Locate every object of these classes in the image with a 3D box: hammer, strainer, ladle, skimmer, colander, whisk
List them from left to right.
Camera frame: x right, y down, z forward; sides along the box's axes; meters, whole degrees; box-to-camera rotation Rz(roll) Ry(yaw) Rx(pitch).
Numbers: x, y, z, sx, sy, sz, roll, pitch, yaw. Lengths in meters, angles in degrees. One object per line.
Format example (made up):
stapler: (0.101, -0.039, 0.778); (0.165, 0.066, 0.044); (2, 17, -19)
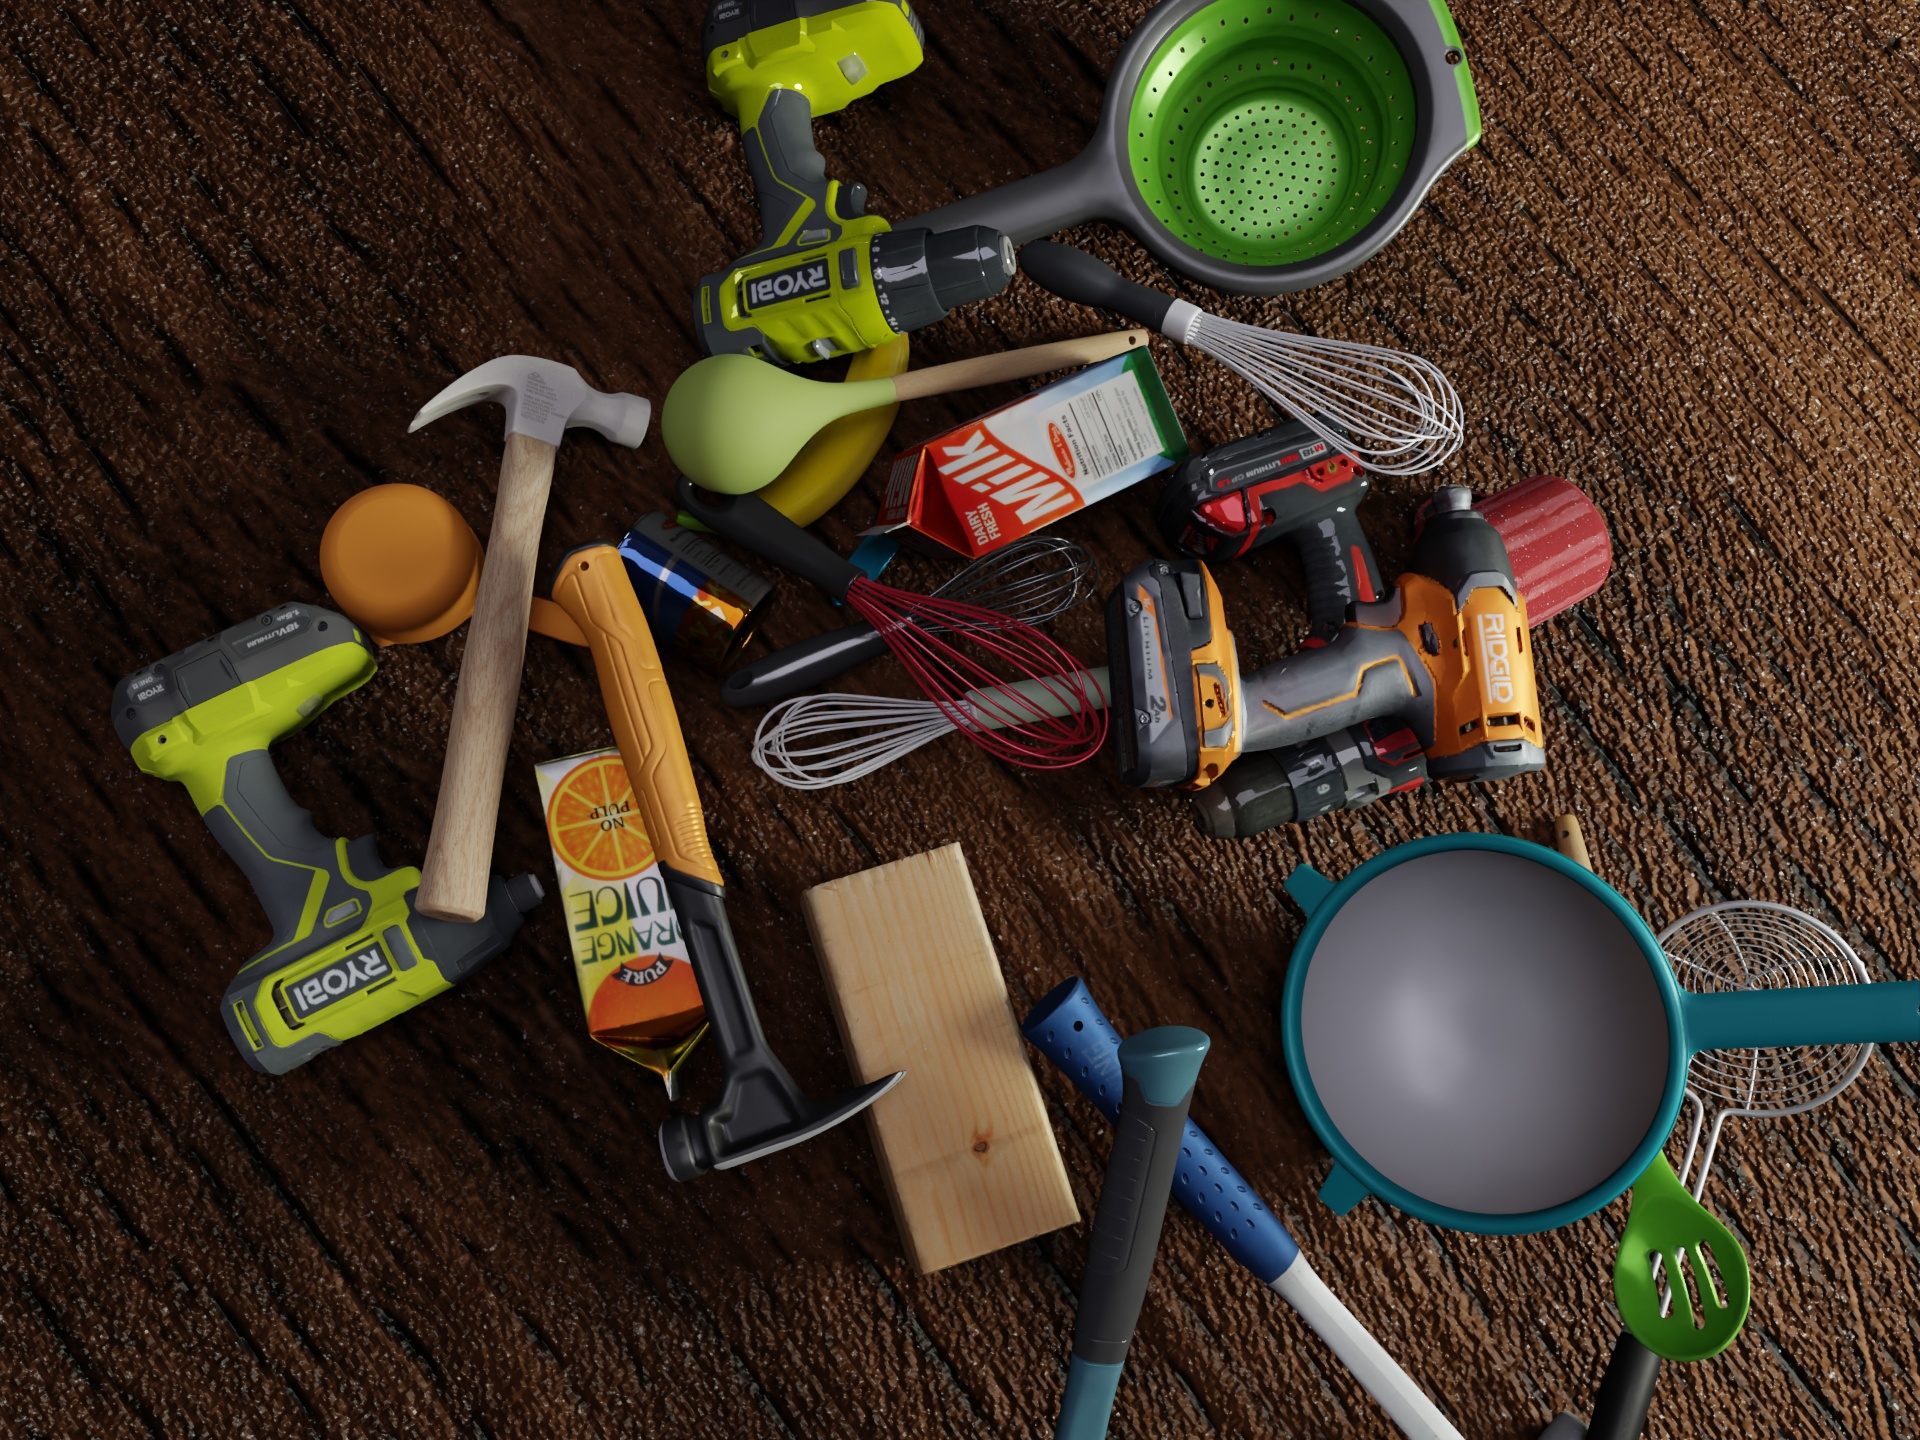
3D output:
hammer: (-0.258, -0.054, 0.883); (0.130, 0.031, 0.331); (15, 68, -27)
hammer: (-0.140, 0.058, 0.831); (0.127, 0.034, 0.337); (-21, 78, 2)
whisk: (-0.044, -0.064, 0.898); (0.296, 0.073, 0.073); (33, 77, 14)
whisk: (-0.030, -0.055, 0.944); (0.239, 0.055, 0.055); (-22, 80, -5)
ladle: (-0.025, -0.200, 0.951); (0.320, 0.062, 0.078); (-18, 99, -27)
whisk: (-0.001, -0.003, 0.934); (0.246, 0.059, 0.058); (-10, 62, -12)
hammer: (0.072, 0.310, 0.810); (0.128, 0.033, 0.331); (9, 102, -8)
colander: (0.115, -0.334, 1.004); (0.397, 0.094, 0.204); (-16, 86, 10)
whisk: (0.156, -0.218, 0.917); (0.285, 0.070, 0.070); (28, 76, 16)
hammer: (0.175, 0.303, 0.850); (0.144, 0.035, 0.405); (-43, 96, -11)
strainer: (0.348, 0.159, 0.849); (0.340, 0.095, 0.211); (-9, 80, 29)
skimmer: (0.395, 0.274, 0.867); (0.127, 0.090, 0.363); (20, 68, 20)

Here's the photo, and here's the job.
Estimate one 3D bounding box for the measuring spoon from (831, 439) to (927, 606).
measuring spoon: (-0.038, -0.122, 0.966); (0.042, 0.021, 0.129); (35, 75, 3)

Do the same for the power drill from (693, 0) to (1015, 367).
power drill: (-0.070, -0.331, 0.960); (0.190, 0.080, 0.229); (-10, 77, 16)

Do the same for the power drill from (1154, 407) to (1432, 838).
power drill: (0.192, -0.050, 0.940); (0.188, 0.080, 0.227); (-21, 79, -9)

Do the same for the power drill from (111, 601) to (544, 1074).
power drill: (-0.347, 0.057, 0.875); (0.171, 0.080, 0.223); (-27, 85, -10)

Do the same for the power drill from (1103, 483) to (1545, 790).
power drill: (0.197, -0.044, 0.864); (0.226, 0.084, 0.164); (-3, 82, -4)

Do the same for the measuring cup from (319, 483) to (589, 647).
measuring cup: (-0.284, -0.080, 0.919); (0.173, 0.052, 0.095); (19, 77, 1)

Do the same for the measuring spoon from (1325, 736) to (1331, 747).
measuring spoon: (0.276, -0.001, 0.978); (0.117, 0.011, 0.021); (-15, 75, -12)

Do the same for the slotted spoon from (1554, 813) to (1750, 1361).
slotted spoon: (0.372, 0.193, 0.887); (0.031, 0.070, 0.314); (29, 47, -40)
